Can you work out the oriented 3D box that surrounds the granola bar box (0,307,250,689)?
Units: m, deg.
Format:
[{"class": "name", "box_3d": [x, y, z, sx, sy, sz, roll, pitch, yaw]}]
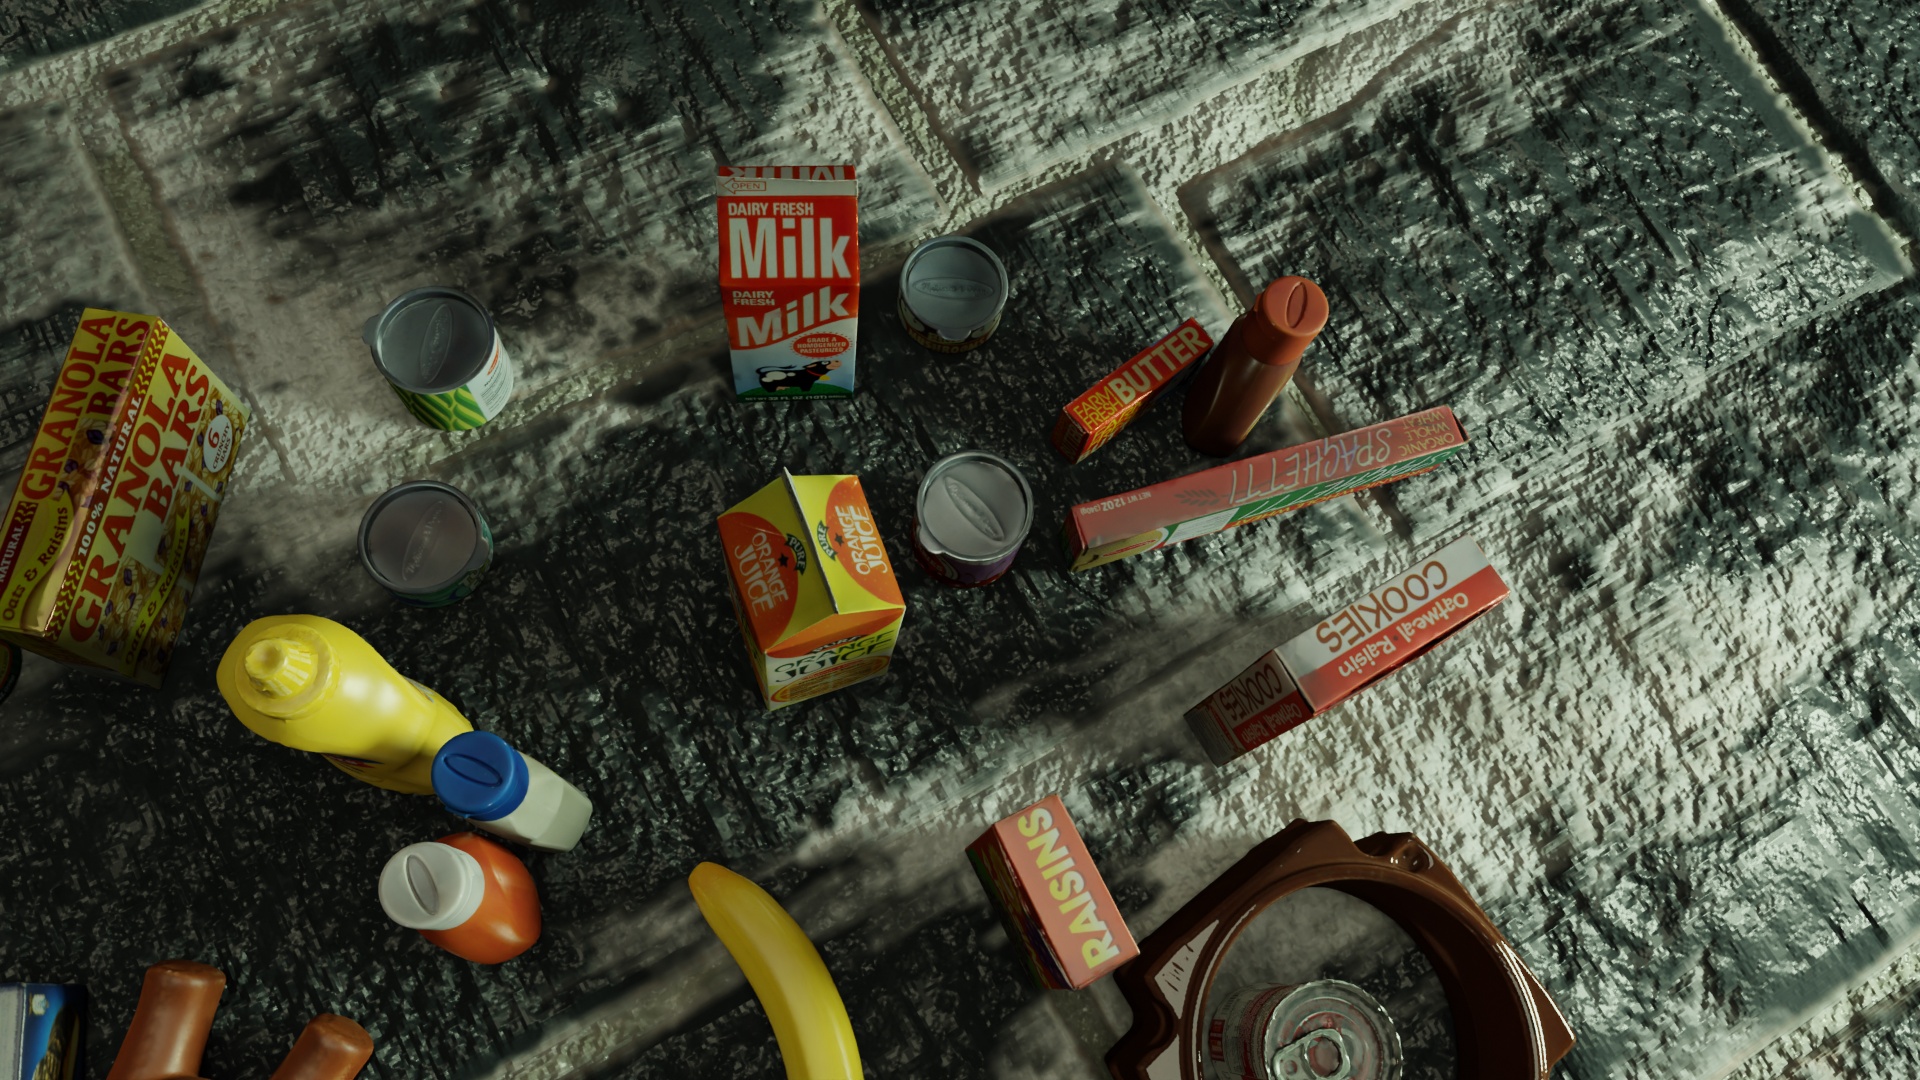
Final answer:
[{"class": "granola bar box", "box_3d": [-0.431, -0.018, 0.714, 0.039, 0.123, 0.166, 9, 71, -4]}]

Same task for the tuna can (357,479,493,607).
[{"class": "tuna can", "box_3d": [-0.293, 0.003, 0.771, 0.071, 0.032, 0.071, 2, 72, -6]}]

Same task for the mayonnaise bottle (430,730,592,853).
[{"class": "mayonnaise bottle", "box_3d": [-0.222, 0.123, 0.679, 0.065, 0.147, 0.041, 23, 71, 1]}]

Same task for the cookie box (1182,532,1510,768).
[{"class": "cookie box", "box_3d": [0.198, 0.063, 0.737, 0.123, 0.167, 0.040, -29, 78, -14]}]

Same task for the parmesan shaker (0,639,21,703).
[{"class": "parmesan shaker", "box_3d": [-0.526, 0.051, 0.691, 0.071, 0.102, 0.071, 2, 72, -6]}]

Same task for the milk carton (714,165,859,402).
[{"class": "milk carton", "box_3d": [-0.093, -0.146, 0.760, 0.072, 0.190, 0.073, -2, 73, -7]}]

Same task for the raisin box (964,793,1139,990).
[{"class": "raisin box", "box_3d": [0.042, 0.180, 0.704, 0.040, 0.123, 0.086, -24, 76, -13]}]

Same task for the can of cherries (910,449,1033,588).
[{"class": "can of cherries", "box_3d": [0.003, -0.010, 0.796, 0.071, 0.058, 0.071, 2, 72, -6]}]

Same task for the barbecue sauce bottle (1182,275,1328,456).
[{"class": "barbecue sauce bottle", "box_3d": [0.168, -0.102, 0.798, 0.044, 0.148, 0.065, 18, 71, 0]}]

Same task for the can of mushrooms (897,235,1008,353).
[{"class": "can of mushrooms", "box_3d": [-0.006, -0.149, 0.854, 0.071, 0.033, 0.071, 2, 72, -6]}]

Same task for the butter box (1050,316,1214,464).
[{"class": "butter box", "box_3d": [0.103, -0.089, 0.837, 0.104, 0.053, 0.024, -36, 80, -16]}]

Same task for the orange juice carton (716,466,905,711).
[{"class": "orange juice carton", "box_3d": [-0.076, 0.026, 0.704, 0.073, 0.192, 0.072, -18, 75, -12]}]

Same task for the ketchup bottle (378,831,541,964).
[{"class": "ketchup bottle", "box_3d": [-0.237, 0.168, 0.662, 0.043, 0.148, 0.065, -26, 77, -14]}]

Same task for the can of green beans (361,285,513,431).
[{"class": "can of green beans", "box_3d": [-0.294, -0.103, 0.792, 0.071, 0.057, 0.071, 2, 72, -6]}]

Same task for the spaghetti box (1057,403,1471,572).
[{"class": "spaghetti box", "box_3d": [0.180, -0.032, 0.828, 0.250, 0.050, 0.029, -15, 75, -11]}]
